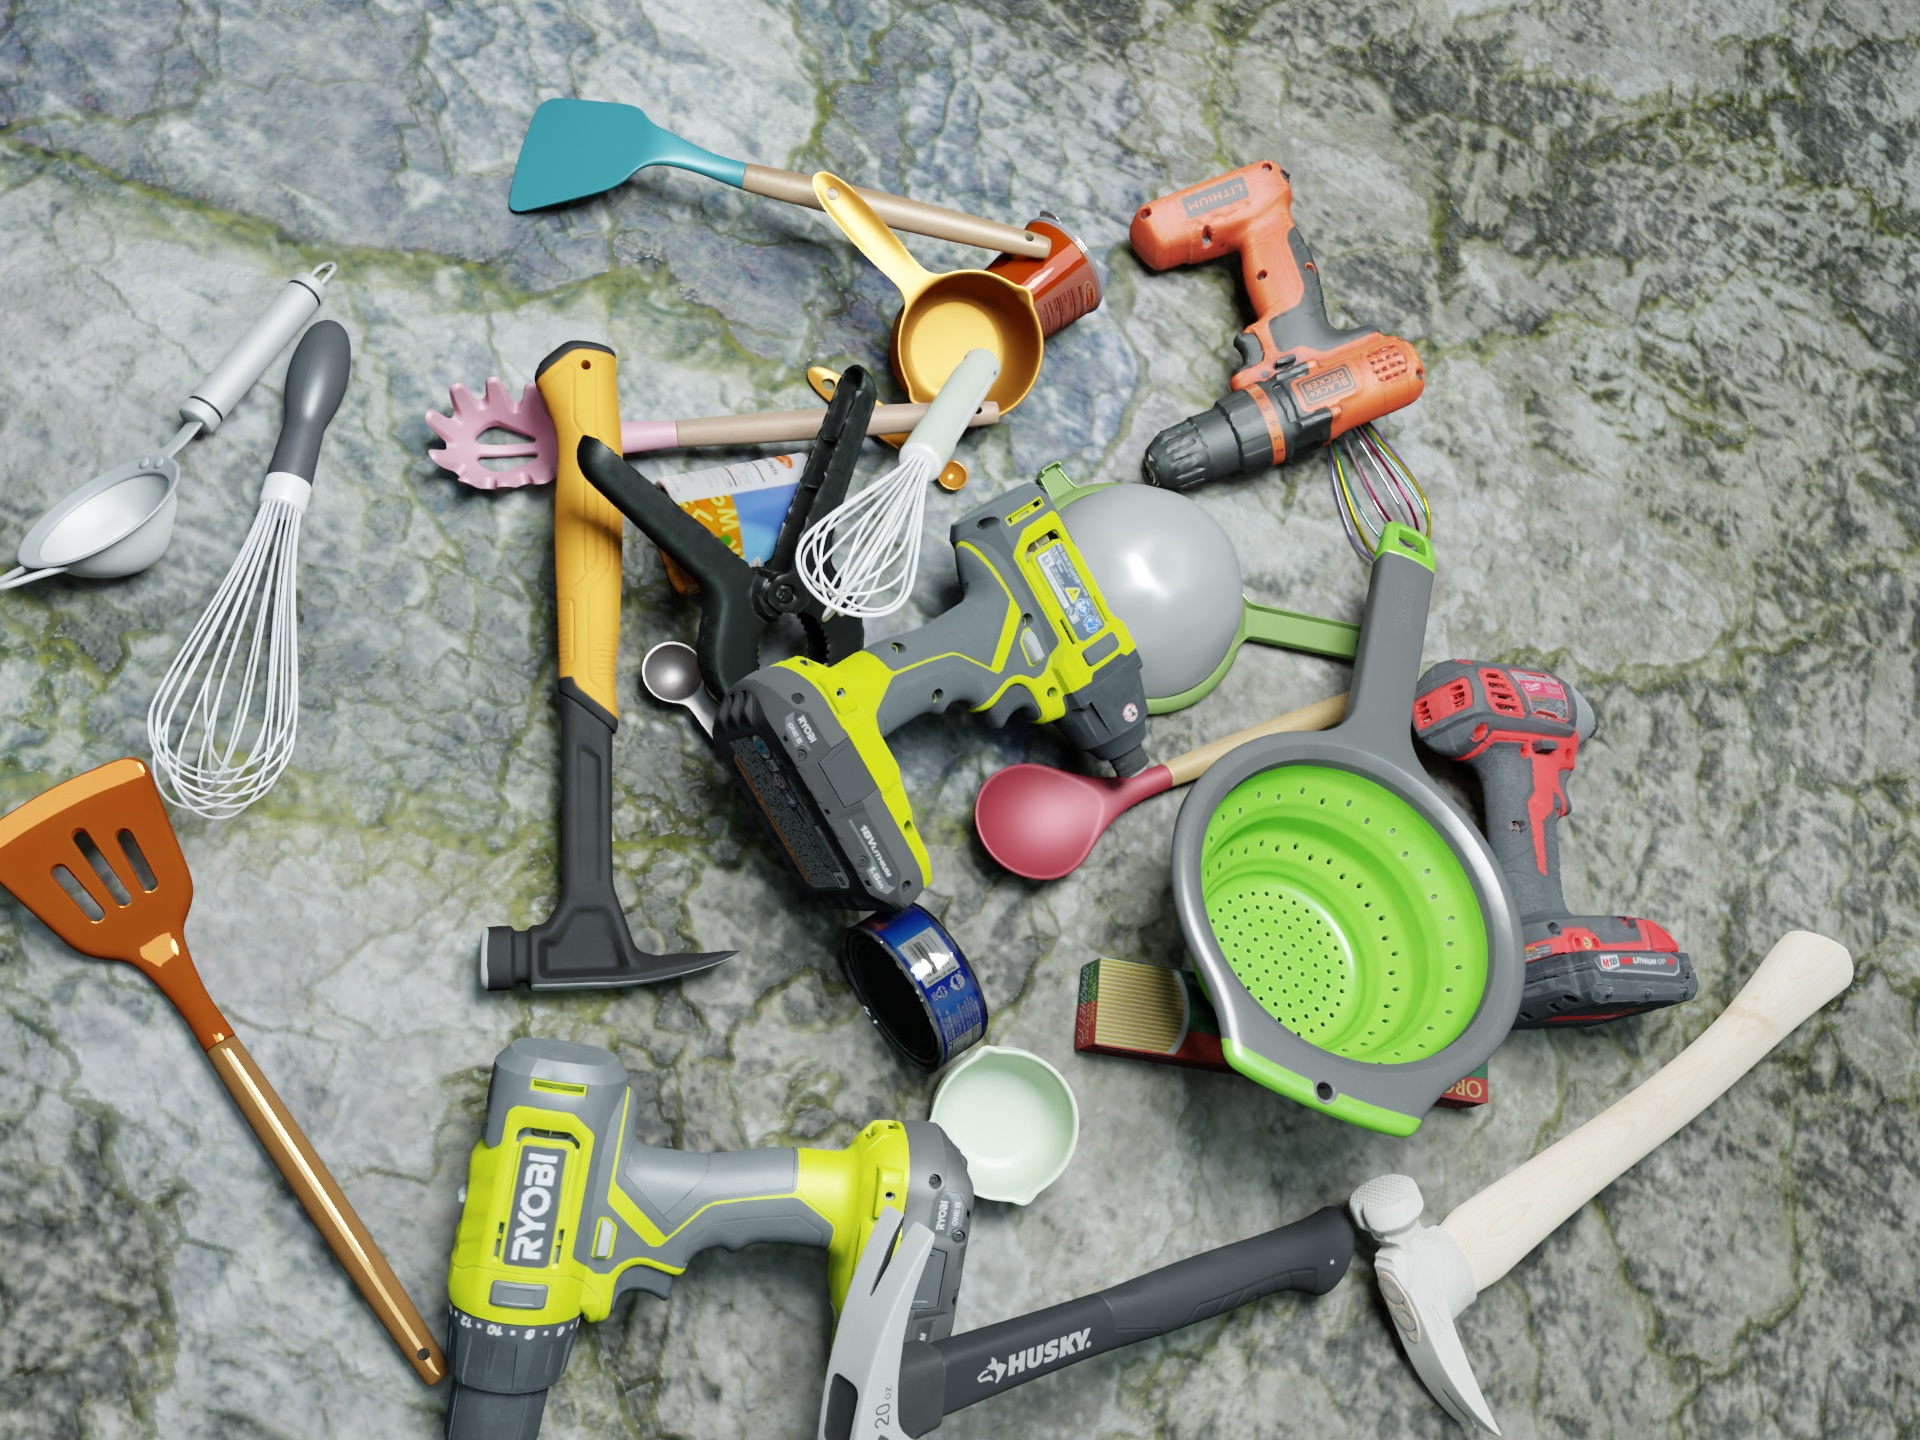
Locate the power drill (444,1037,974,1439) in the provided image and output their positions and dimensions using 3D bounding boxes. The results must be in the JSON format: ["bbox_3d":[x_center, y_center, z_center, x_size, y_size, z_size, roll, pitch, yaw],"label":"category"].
[{"bbox_3d":[-0.121,0.259,0.740,0.228,0.080,0.190,10,88,-12],"label":"power drill"}]

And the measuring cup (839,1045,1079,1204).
[{"bbox_3d":[-0.022,0.219,0.824,0.167,0.038,0.083,-15,88,-4],"label":"measuring cup"}]

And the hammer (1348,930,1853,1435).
[{"bbox_3d":[0.406,0.247,0.944,0.410,0.038,0.146,-26,94,-26],"label":"hammer"}]

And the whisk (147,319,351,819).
[{"bbox_3d":[-0.349,-0.086,0.803,0.070,0.070,0.285,10,65,-15],"label":"whisk"}]

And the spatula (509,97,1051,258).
[{"bbox_3d":[-0.103,-0.310,0.940,0.317,0.044,0.082,11,69,-7],"label":"spatula"}]

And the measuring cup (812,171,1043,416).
[{"bbox_3d":[-0.027,-0.251,0.939,0.095,0.052,0.173,-44,104,0],"label":"measuring cup"}]

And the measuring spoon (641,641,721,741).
[{"bbox_3d":[-0.128,0.010,0.868,0.034,0.018,0.124,-43,96,-25],"label":"measuring spoon"}]

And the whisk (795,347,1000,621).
[{"bbox_3d":[-0.023,-0.131,0.836,0.059,0.057,0.246,28,45,-2],"label":"whisk"}]

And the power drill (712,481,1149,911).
[{"bbox_3d":[-0.001,-0.003,0.836,0.223,0.080,0.171,-35,102,-29],"label":"power drill"}]

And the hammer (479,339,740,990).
[{"bbox_3d":[-0.184,-0.032,0.823,0.127,0.034,0.337,0,81,-18],"label":"hammer"}]

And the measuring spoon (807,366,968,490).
[{"bbox_3d":[-0.045,-0.175,0.957,0.117,0.011,0.021,36,67,0],"label":"measuring spoon"}]

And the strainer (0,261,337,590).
[{"bbox_3d":[-0.393,-0.149,0.816,0.087,0.050,0.259,6,56,30],"label":"strainer"}]

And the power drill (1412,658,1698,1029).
[{"bbox_3d":[0.358,0.070,0.966,0.143,0.078,0.220,5,65,-33],"label":"power drill"}]

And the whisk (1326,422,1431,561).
[{"bbox_3d":[0.248,-0.212,1.044,0.051,0.047,0.245,-19,75,-12],"label":"whisk"}]

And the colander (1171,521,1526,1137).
[{"bbox_3d":[0.214,0.052,0.908,0.204,0.094,0.397,24,55,-6],"label":"colander"}]

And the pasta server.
[{"bbox_3d":[-0.131,-0.164,0.888,0.316,0.040,0.060,-6,84,-12],"label":"pasta server"}]

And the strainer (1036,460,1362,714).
[{"bbox_3d":[0.163,-0.074,0.956,0.256,0.069,0.152,11,70,-13],"label":"strainer"}]

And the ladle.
[{"bbox_3d":[0.142,0.023,0.943,0.315,0.031,0.069,-19,77,-24],"label":"ladle"}]

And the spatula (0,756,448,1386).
[{"bbox_3d":[-0.329,0.169,0.733,0.081,0.041,0.322,-34,86,-25],"label":"spatula"}]

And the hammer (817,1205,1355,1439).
[{"bbox_3d":[0.078,0.283,0.770,0.334,0.035,0.146,-1,97,-39],"label":"hammer"}]
